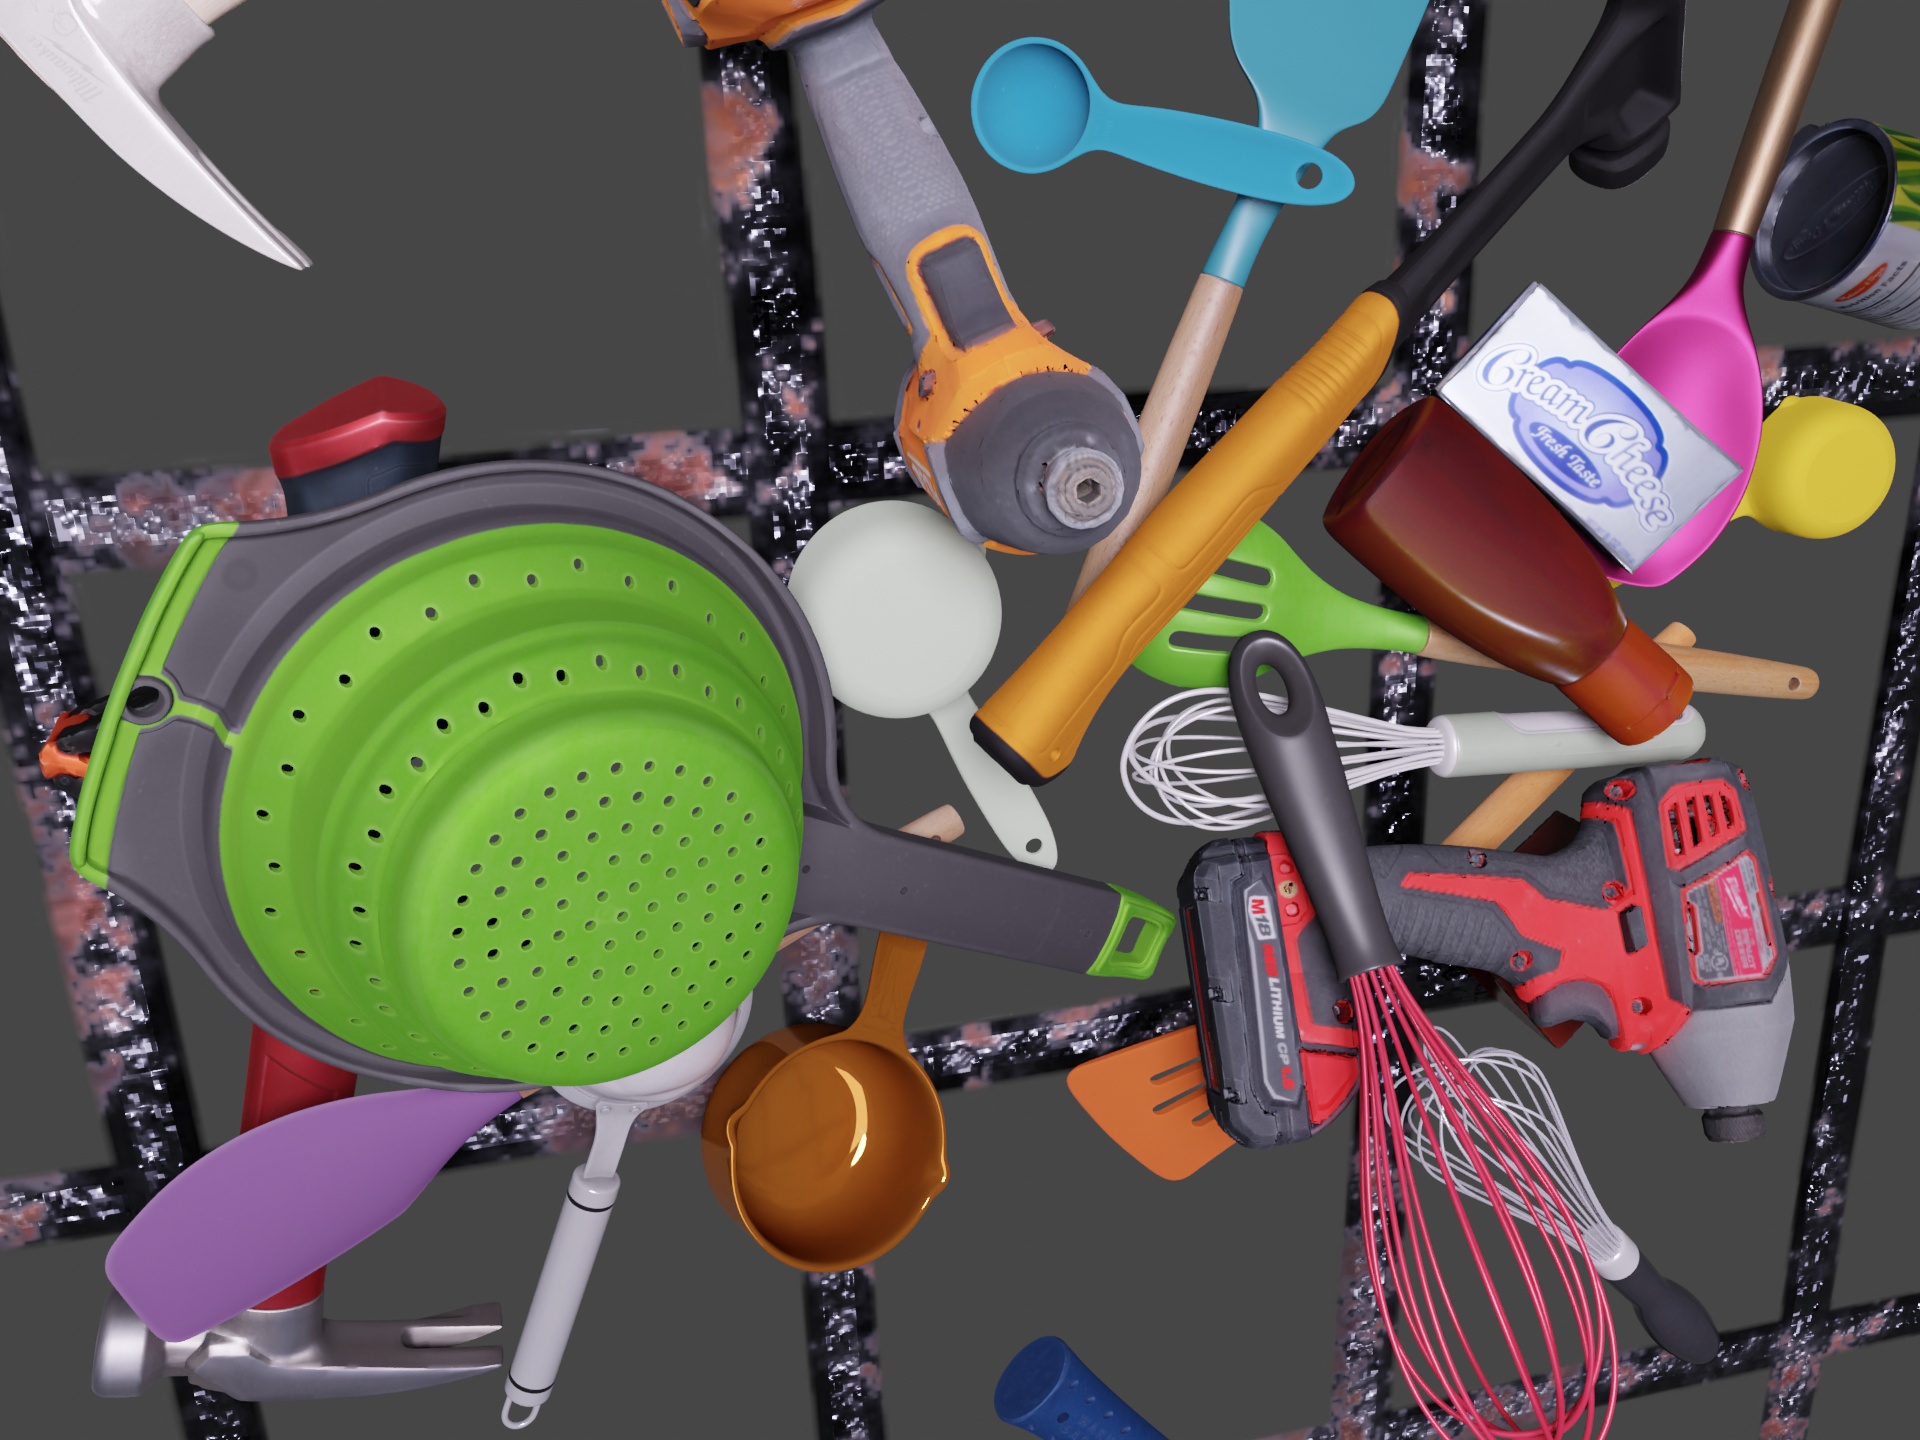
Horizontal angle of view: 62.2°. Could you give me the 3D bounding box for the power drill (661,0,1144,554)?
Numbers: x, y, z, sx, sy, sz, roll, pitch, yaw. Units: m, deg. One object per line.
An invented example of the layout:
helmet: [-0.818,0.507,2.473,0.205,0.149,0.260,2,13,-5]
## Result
power drill: [-0.012,-0.154,0.464,0.084,0.164,0.226,-26,111,-2]

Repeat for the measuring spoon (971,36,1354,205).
measuring spoon: [0.067,-0.192,0.525,0.128,0.021,0.042,17,113,7]

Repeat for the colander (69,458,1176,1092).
colander: [-0.051,0.055,0.504,0.396,0.095,0.204,18,100,-37]

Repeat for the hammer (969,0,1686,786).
hammer: [0.121,-0.114,0.532,0.337,0.034,0.127,-49,152,0]

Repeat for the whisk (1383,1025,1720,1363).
whisk: [0.286,0.230,0.737,0.070,0.070,0.284,-44,118,3]

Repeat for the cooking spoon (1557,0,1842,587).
cooking spoon: [0.296,-0.205,0.591,0.069,0.017,0.319,17,100,7]

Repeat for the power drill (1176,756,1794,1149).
power drill: [0.201,0.098,0.606,0.219,0.078,0.143,-8,80,1]

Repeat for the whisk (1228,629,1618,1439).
whisk: [0.147,0.104,0.542,0.073,0.073,0.296,-14,74,-10]

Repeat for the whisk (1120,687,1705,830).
whisk: [0.181,0.010,0.623,0.246,0.058,0.059,-3,117,-12]

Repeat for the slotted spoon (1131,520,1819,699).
slotted spoon: [0.204,-0.033,0.625,0.313,0.031,0.070,6,103,-14]

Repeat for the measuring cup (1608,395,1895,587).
measuring cup: [0.308,-0.080,0.644,0.156,0.029,0.062,-27,113,-6]

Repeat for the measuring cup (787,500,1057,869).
measuring cup: [-0.001,-0.002,0.586,0.083,0.038,0.167,-32,112,-2]

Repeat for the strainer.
strainer: [-0.137,0.174,0.613,0.086,0.050,0.258,9,110,-33]

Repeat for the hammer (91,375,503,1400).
hammer: [-0.198,0.078,0.530,0.143,0.038,0.386,7,115,-22]

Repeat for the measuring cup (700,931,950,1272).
measuring cup: [-0.044,0.121,0.619,0.095,0.052,0.174,22,77,-26]

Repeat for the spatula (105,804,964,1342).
spatula: [-0.132,0.108,0.549,0.316,0.018,0.059,-29,119,-19]

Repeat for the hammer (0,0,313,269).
hammer: [-0.099,-0.310,0.456,0.410,0.038,0.146,-40,115,1]

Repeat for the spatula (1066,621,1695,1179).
spatula: [0.186,0.072,0.671,0.322,0.041,0.081,-44,113,-1]

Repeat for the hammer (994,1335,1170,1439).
hammer: [0.164,0.417,0.777,0.144,0.035,0.405,-43,113,3]

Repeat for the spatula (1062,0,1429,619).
spatula: [0.080,-0.130,0.560,0.082,0.044,0.317,17,104,-18]
